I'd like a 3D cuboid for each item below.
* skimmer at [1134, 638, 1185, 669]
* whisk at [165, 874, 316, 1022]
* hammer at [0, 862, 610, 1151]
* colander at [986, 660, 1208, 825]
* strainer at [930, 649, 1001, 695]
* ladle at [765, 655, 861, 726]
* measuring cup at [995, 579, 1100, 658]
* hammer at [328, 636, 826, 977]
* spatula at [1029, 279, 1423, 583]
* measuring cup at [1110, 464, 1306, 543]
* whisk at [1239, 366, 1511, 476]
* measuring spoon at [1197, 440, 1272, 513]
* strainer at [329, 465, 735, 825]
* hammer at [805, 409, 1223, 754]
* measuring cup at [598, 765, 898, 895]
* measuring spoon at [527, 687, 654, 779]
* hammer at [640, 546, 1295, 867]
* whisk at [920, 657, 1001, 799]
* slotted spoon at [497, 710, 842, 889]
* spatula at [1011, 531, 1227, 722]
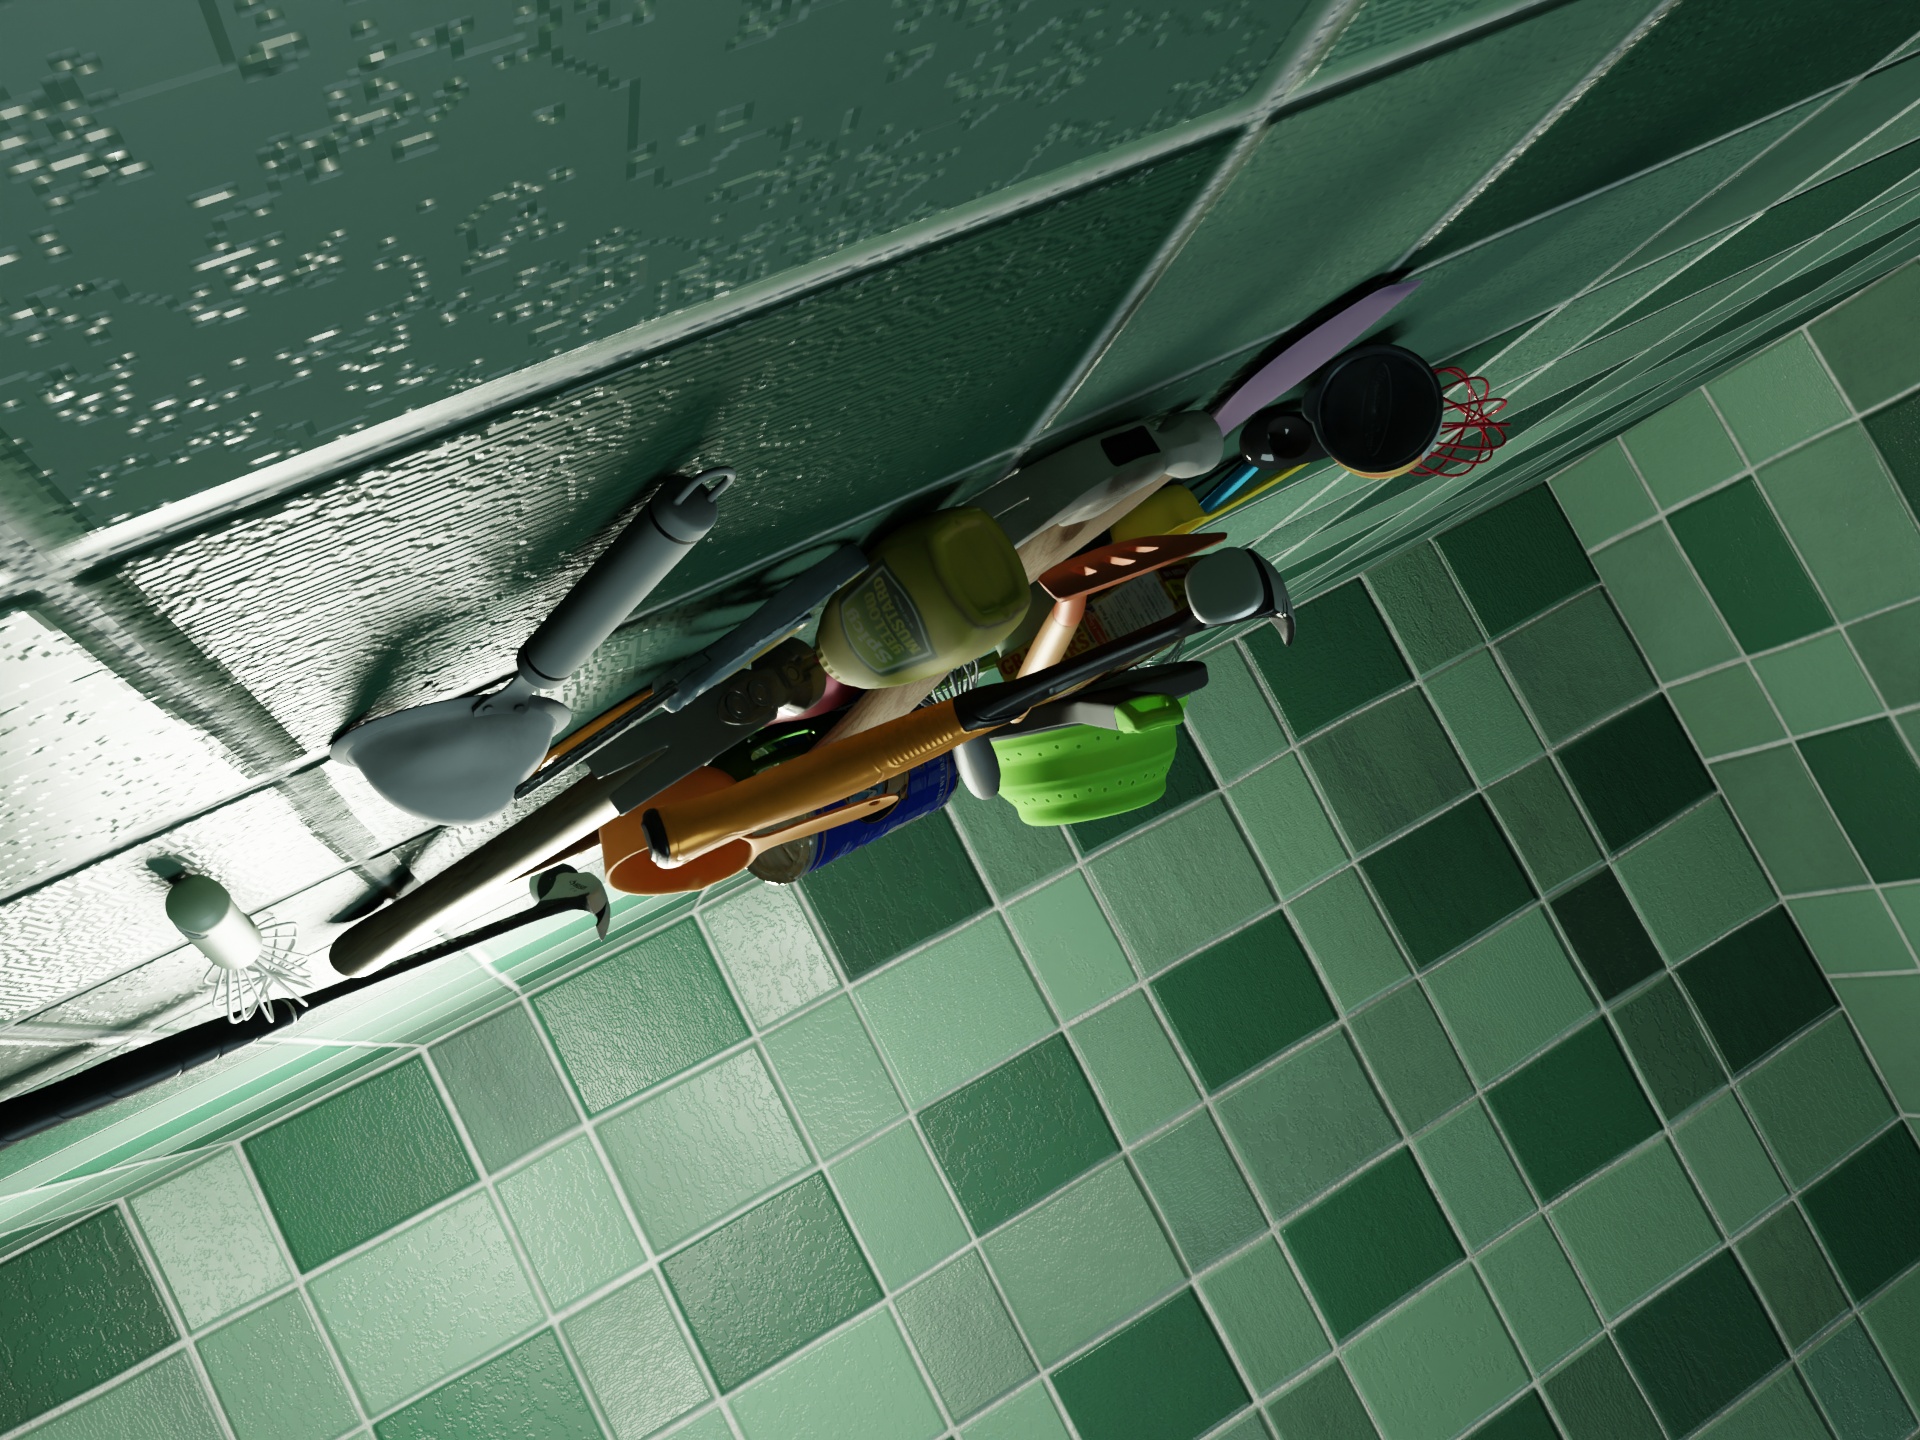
[{"bbox_3d":[0.132,-0.085,1.452,0.127,0.090,0.363,-26,166,10],"label":"skimmer"},{"bbox_3d":[-0.340,0.106,0.749,0.059,0.058,0.246,-63,-173,-22],"label":"whisk"},{"bbox_3d":[-0.416,0.182,1.020,0.409,0.036,0.149,-21,-167,-29],"label":"hammer"},{"bbox_3d":[0.098,0.025,1.093,0.204,0.094,0.397,-13,-176,-5],"label":"colander"},{"bbox_3d":[-0.064,0.024,1.245,0.256,0.069,0.151,-26,175,-4],"label":"strainer"},{"bbox_3d":[-0.175,0.029,0.943,0.315,0.031,0.069,-27,171,20],"label":"ladle"},{"bbox_3d":[0.063,-0.084,1.004,0.083,0.038,0.167,-27,173,-18],"label":"measuring cup"},{"bbox_3d":[-0.244,0.072,0.854,0.410,0.038,0.146,-29,-176,39],"label":"hammer"},{"bbox_3d":[0.104,-0.131,0.810,0.060,0.018,0.316,-22,172,-41],"label":"spatula"},{"bbox_3d":[0.158,-0.143,0.967,0.156,0.029,0.062,-29,176,-14],"label":"measuring cup"},{"bbox_3d":[0.254,-0.176,0.960,0.295,0.073,0.073,-15,168,-46],"label":"whisk"},{"bbox_3d":[0.149,-0.142,1.011,0.042,0.021,0.128,1,146,-49],"label":"measuring spoon"},{"bbox_3d":[-0.145,-0.015,0.541,0.086,0.050,0.258,-3,156,-42],"label":"strainer"},{"bbox_3d":[-0.005,-0.046,0.825,0.130,0.031,0.331,-20,164,-40],"label":"hammer"},{"bbox_3d":[-0.125,0.050,0.923,0.173,0.052,0.095,-17,157,-3],"label":"measuring cup"},{"bbox_3d":[-0.183,0.012,0.774,0.117,0.011,0.021,-30,175,25],"label":"measuring spoon"},{"bbox_3d":[-0.004,0.001,0.759,0.337,0.034,0.127,-22,170,18],"label":"hammer"},{"bbox_3d":[-0.001,-0.002,1.007,0.055,0.055,0.238,-27,151,-3],"label":"whisk"},{"bbox_3d":[-0.212,0.064,0.993,0.314,0.070,0.031,-23,154,9],"label":"slotted spoon"},{"bbox_3d":[0.054,-0.039,0.821,0.081,0.041,0.322,-22,168,-12],"label":"spatula"}]
